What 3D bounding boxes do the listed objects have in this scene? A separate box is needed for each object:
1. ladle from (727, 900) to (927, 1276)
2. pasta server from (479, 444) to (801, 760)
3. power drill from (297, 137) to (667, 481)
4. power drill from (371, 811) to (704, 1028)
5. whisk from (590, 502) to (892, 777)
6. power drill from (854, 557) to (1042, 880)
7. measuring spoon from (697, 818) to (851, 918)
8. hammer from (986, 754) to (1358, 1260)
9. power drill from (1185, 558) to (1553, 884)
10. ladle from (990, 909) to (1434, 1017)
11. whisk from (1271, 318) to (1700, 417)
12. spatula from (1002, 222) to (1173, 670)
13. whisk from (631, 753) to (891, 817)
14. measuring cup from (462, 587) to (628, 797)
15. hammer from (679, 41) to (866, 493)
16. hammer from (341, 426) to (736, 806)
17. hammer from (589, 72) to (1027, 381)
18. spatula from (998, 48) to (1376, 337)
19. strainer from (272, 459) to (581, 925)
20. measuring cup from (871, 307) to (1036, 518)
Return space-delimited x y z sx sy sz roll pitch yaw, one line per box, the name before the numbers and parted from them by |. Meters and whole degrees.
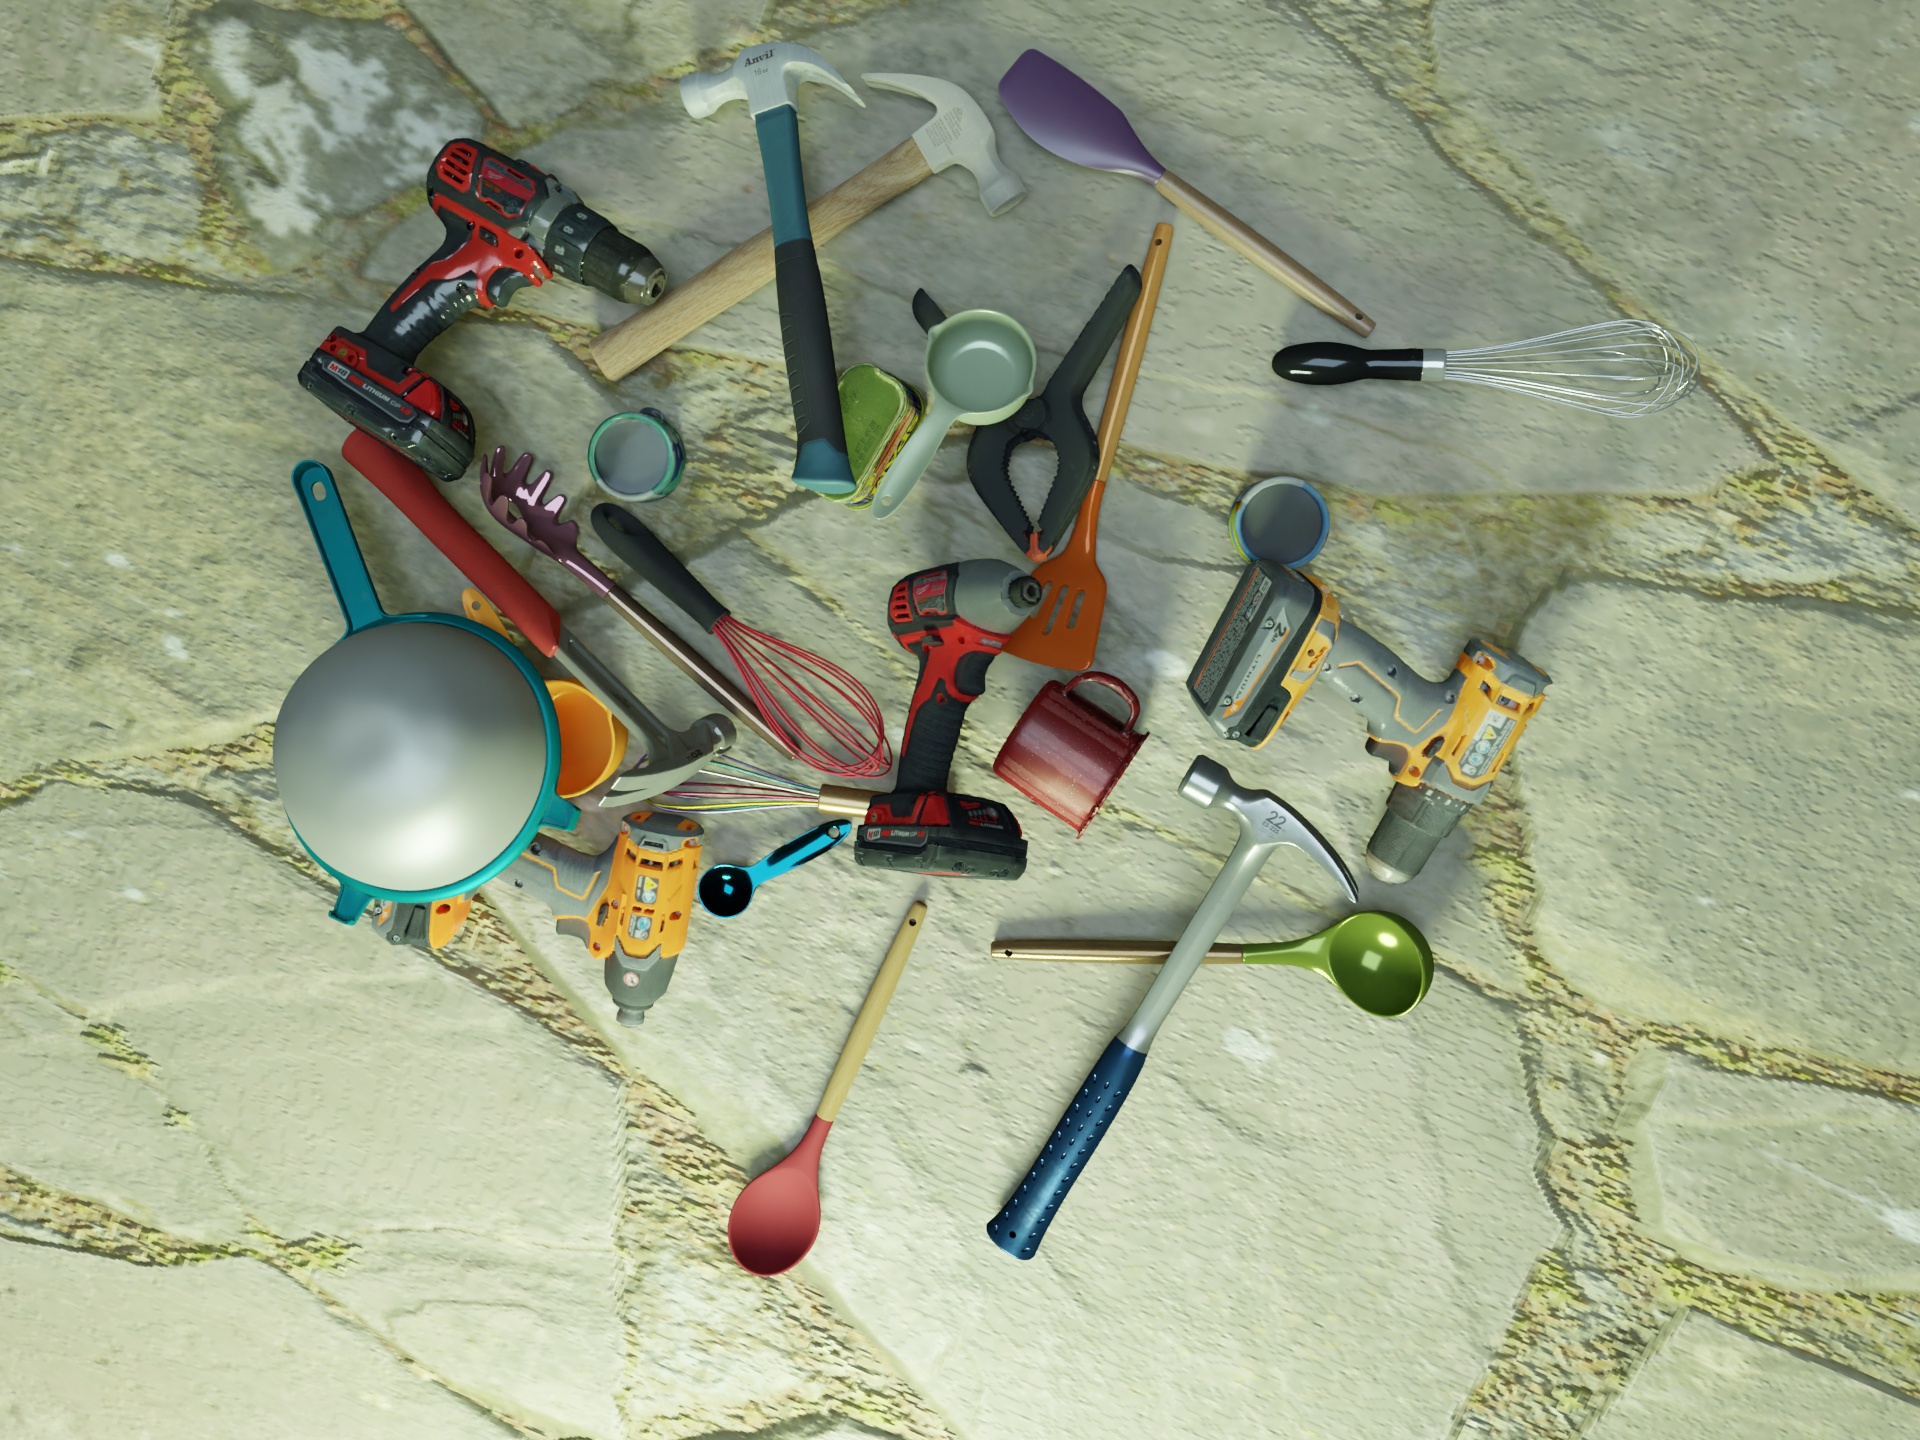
ladle | -0.095 0.280 1.216 0.069 0.031 0.315 25 96 0
pasta server | -0.237 -0.083 1.184 0.316 0.060 0.040 42 123 -3
power drill | -0.335 -0.285 1.131 0.188 0.080 0.227 31 84 9
power drill | -0.316 0.137 1.197 0.226 0.084 0.164 10 98 1
whisk | -0.163 -0.059 1.171 0.296 0.073 0.073 42 99 5
power drill | -0.002 -0.004 1.097 0.078 0.143 0.220 12 80 -35
measuring spoon | -0.140 0.108 1.209 0.128 0.021 0.042 -28 96 -1
hammer | 0.135 0.229 1.151 0.144 0.035 0.405 31 107 8
power drill | 0.272 0.005 1.105 0.226 0.084 0.185 21 107 -15
ladle | 0.180 0.174 1.162 0.320 0.062 0.078 0 101 8
whisk | 0.360 -0.246 1.100 0.284 0.070 0.070 4 97 10
spatula | 0.101 -0.196 1.135 0.081 0.041 0.322 17 96 21
whisk | -0.127 0.059 1.187 0.245 0.047 0.051 7 107 1
measuring cup | -0.316 -0.025 1.192 0.095 0.052 0.173 -32 90 8
hammer | -0.114 -0.311 1.090 0.128 0.033 0.331 -12 79 19
hammer | -0.324 -0.084 1.147 0.359 0.149 0.036 44 116 8
hammer | -0.126 -0.348 1.146 0.331 0.031 0.130 -30 93 8
spatula | 0.160 -0.365 1.121 0.316 0.018 0.060 36 80 1
strainer | -0.419 -0.037 1.117 0.211 0.095 0.340 -23 83 2
measuring cup | -0.011 -0.203 1.086 0.083 0.038 0.167 33 84 7
